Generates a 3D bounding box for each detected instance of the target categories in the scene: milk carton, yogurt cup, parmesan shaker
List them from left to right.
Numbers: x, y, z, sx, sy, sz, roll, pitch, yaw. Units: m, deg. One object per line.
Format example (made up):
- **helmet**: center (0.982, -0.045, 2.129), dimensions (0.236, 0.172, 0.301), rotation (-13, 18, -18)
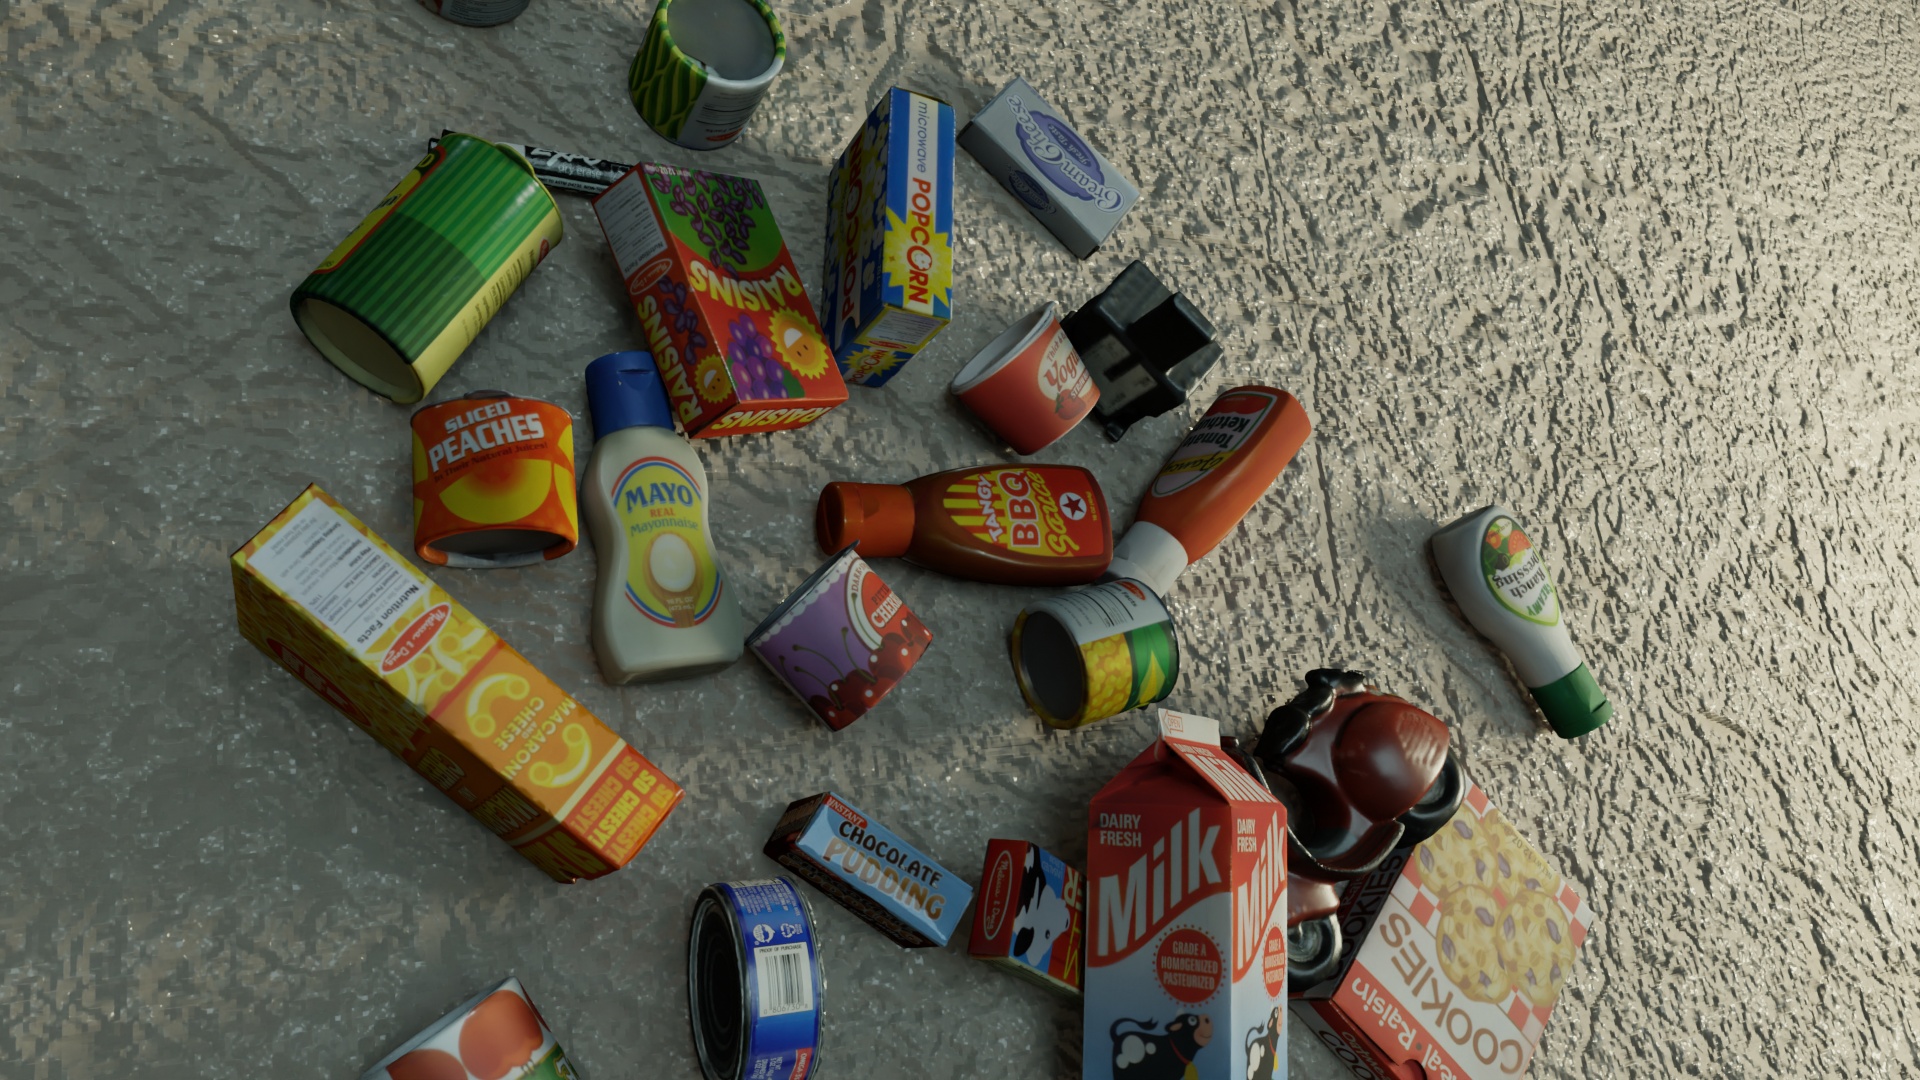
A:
- **parmesan shaker**: center (-0.229, -0.119, 0.601), dimensions (0.071, 0.071, 0.103), rotation (36, 60, -12)
- **yogurt cup**: center (0.036, -0.082, 0.733), dimensions (0.054, 0.072, 0.073), rotation (50, 58, -14)
- **milk carton**: center (0.105, 0.176, 0.642), dimensions (0.072, 0.073, 0.191), rotation (20, 69, -55)

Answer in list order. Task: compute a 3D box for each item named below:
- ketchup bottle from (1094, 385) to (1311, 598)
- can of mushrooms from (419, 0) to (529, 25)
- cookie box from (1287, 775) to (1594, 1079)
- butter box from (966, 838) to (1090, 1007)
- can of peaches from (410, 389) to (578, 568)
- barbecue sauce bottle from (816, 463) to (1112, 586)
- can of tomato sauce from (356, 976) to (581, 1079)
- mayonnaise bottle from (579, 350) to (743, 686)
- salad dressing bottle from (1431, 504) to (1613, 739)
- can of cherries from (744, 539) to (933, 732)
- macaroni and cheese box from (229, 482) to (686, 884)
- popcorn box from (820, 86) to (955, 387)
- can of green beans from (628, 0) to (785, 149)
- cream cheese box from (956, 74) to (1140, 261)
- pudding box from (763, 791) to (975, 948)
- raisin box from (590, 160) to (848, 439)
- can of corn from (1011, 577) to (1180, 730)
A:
- **ketchup bottle**: center (0.130, -0.023, 0.764), dimensions (0.149, 0.064, 0.043), rotation (-49, 117, -23)
- **can of mushrooms**: center (-0.240, -0.290, 0.678), dimensions (0.071, 0.033, 0.071), rotation (9, 69, -24)
- **cookie box**: center (0.265, 0.226, 0.756), dimensions (0.123, 0.040, 0.168), rotation (47, 58, -6)
- **butter box**: center (0.042, 0.178, 0.639), dimensions (0.103, 0.024, 0.053), rotation (41, 53, -46)
- **can of peaches**: center (-0.196, -0.024, 0.585), dimensions (0.071, 0.071, 0.058), rotation (1, 74, -28)
- **barbecue sauce bottle**: center (0.002, -0.009, 0.700), dimensions (0.149, 0.043, 0.065), rotation (1, 63, -27)
- **can of tomato sauce**: center (-0.172, 0.215, 0.516), dimensions (0.071, 0.071, 0.083), rotation (-32, 88, -32)
- **mayonnaise bottle**: center (-0.141, -0.011, 0.626), dimensions (0.065, 0.041, 0.148), rotation (-5, 74, -30)
- **salad dressing bottle**: center (0.350, 0.051, 0.861), dimensions (0.064, 0.044, 0.147), rotation (-29, 88, -31)
- **can of cherries**: center (-0.054, 0.044, 0.636), dimensions (0.058, 0.071, 0.072), rotation (47, 58, -6)
- **macaroni and cheese box**: center (-0.193, 0.063, 0.524), dimensions (0.166, 0.123, 0.040), rotation (42, 62, -9)
- **popcorn box**: center (-0.038, -0.152, 0.705), dimensions (0.038, 0.085, 0.127), rotation (11, 68, -25)
- **can of green beans**: center (-0.129, -0.243, 0.705), dimensions (0.071, 0.057, 0.071), rotation (9, 68, -25)
- **cream cheese box**: center (0.053, -0.218, 0.812), dimensions (0.104, 0.024, 0.053), rotation (43, 59, -8)
- **pudding box**: center (-0.041, 0.147, 0.618), dimensions (0.083, 0.049, 0.030), rotation (37, 61, -12)
- **raisin box**: center (-0.113, -0.113, 0.661), dimensions (0.086, 0.040, 0.123), rotation (-12, 76, -59)
- **can of corn**: center (0.067, 0.059, 0.698), dimensions (0.058, 0.071, 0.071), rotation (-13, 79, -30)
